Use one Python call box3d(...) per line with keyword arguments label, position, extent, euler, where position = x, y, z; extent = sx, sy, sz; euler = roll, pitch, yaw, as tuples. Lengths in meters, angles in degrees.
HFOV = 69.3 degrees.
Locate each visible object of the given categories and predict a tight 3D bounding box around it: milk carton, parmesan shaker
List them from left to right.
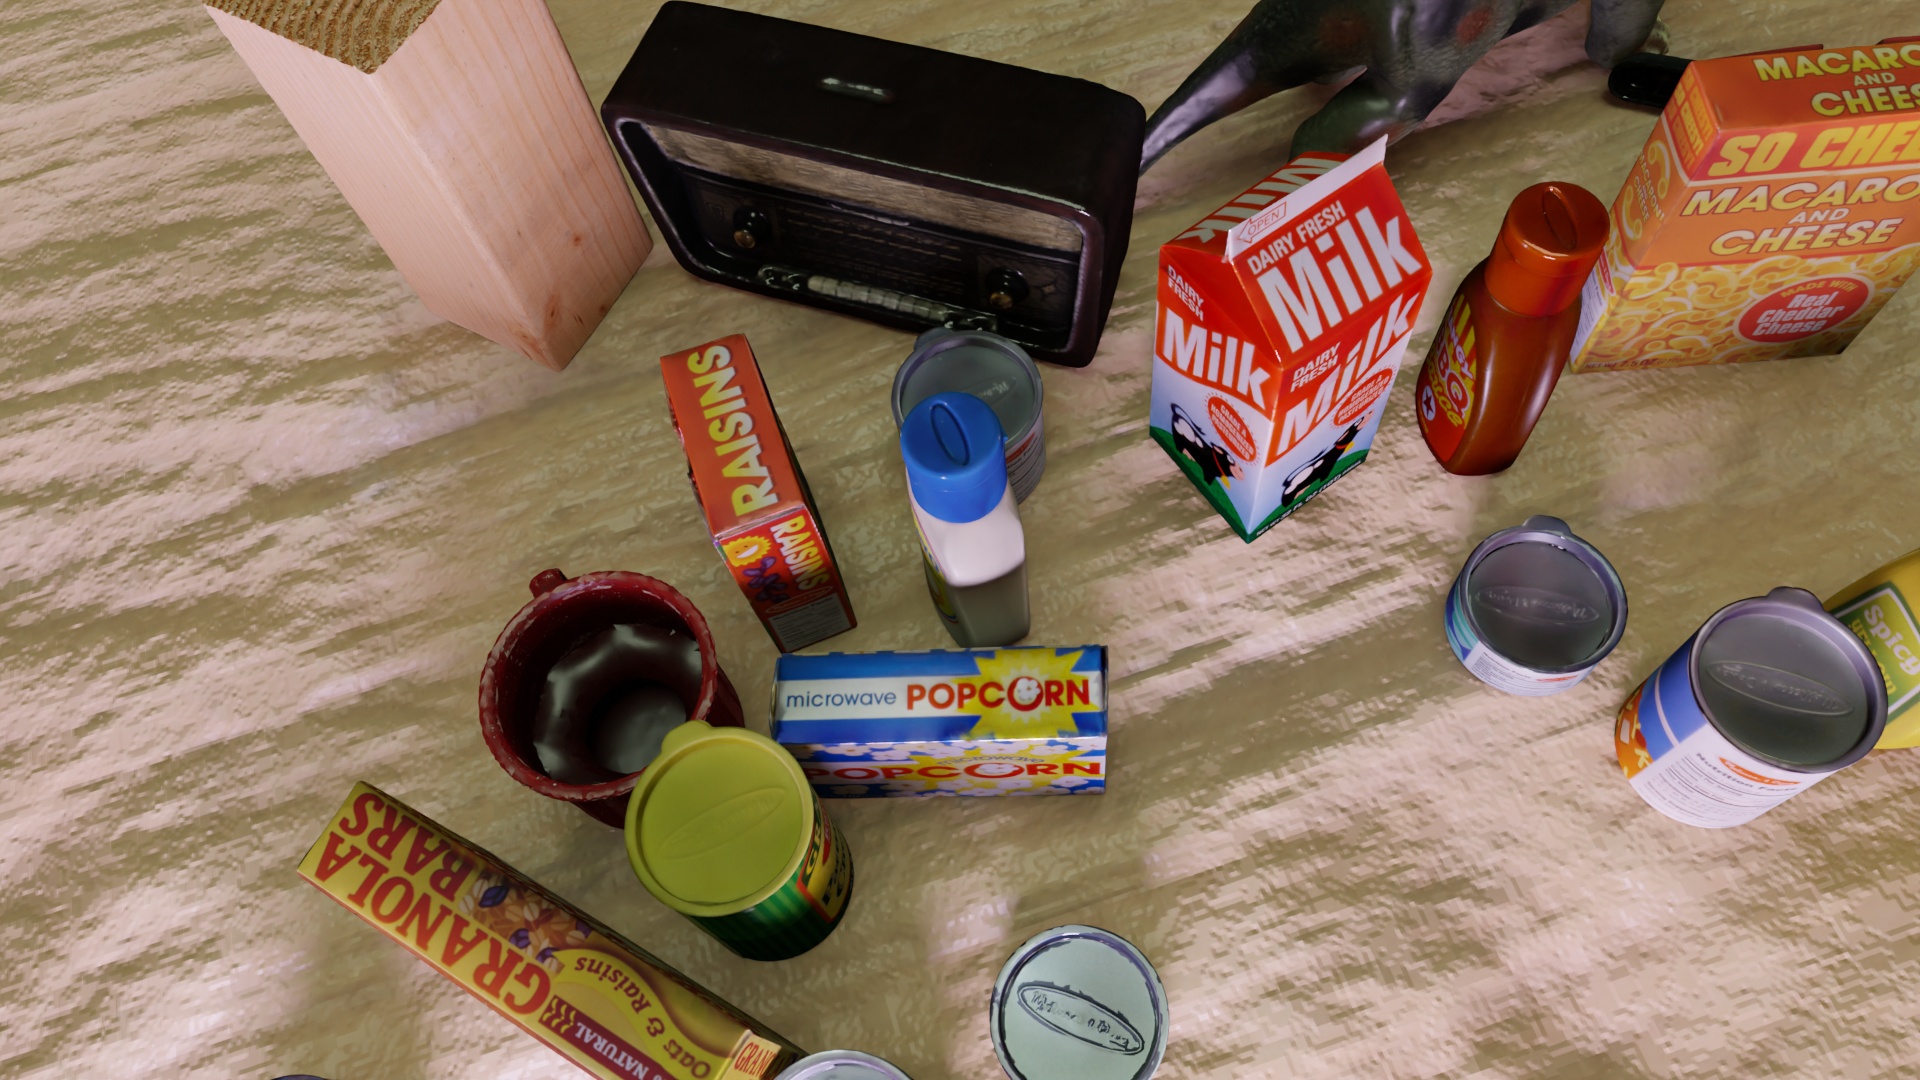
box3d(label="parmesan shaker", position=(-0.080, 0.115, 0.526), extent=(0.071, 0.102, 0.071), euler=(-2, 65, 4))
box3d(label="milk carton", position=(0.127, -0.081, 0.554), extent=(0.072, 0.189, 0.073), euler=(-34, 66, -10))

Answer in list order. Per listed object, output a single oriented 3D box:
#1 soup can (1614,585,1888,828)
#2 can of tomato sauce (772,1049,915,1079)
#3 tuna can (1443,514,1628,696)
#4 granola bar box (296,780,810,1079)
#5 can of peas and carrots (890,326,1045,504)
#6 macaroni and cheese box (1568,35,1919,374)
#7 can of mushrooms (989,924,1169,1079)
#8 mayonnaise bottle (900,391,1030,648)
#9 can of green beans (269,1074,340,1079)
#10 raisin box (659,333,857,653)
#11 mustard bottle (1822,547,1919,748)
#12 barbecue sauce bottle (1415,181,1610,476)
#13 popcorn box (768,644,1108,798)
box3d(label="soup can", position=(0.297, 0.065, 0.528), extent=(0.071, 0.083, 0.071), euler=(-2, 65, 4))
box3d(label="can of tomato sauce", position=(-0.034, 0.216, 0.485), extent=(0.071, 0.082, 0.071), euler=(-2, 65, 4))
box3d(label="tuna can", position=(0.239, 0.027, 0.579), extent=(0.071, 0.032, 0.071), euler=(-2, 64, 4))
box3d(label="granola bar box", position=(-0.139, 0.157, 0.500), extent=(0.166, 0.123, 0.039), euler=(26, 70, 16))
box3d(label="can of peas and carrots", position=(0.004, -0.053, 0.624), extent=(0.071, 0.058, 0.071), euler=(-2, 64, 4))
box3d(label="macaroni and cheese box", position=(0.335, -0.132, 0.574), extent=(0.124, 0.165, 0.040), euler=(-4, 65, 3))
box3d(label="can of mushrooms", position=(0.043, 0.183, 0.521), extent=(0.071, 0.033, 0.071), euler=(-2, 64, 4))
box3d(label="mayonnaise bottle", position=(0.002, -0.007, 0.553), extent=(0.041, 0.147, 0.065), euler=(-22, 65, -5))
box3d(label="can of green beans", position=(-0.235, 0.233, 0.509), extent=(0.071, 0.057, 0.071), euler=(-2, 64, 4))
box3d(label="raisin box", position=(-0.083, -0.016, 0.579), extent=(0.040, 0.123, 0.086), euler=(-19, 65, -4))
box3d(label="mustard bottle", position=(0.362, 0.027, 0.498), extent=(0.049, 0.159, 0.065), euler=(-14, 64, -1))
box3d(label="barbecue sauce bottle", position=(0.225, -0.086, 0.571), extent=(0.044, 0.148, 0.065), euler=(-7, 64, 2))
box3d(label="popcorn box", position=(-0.005, 0.073, 0.550), extent=(0.127, 0.085, 0.038), euler=(-2, 65, 4))
